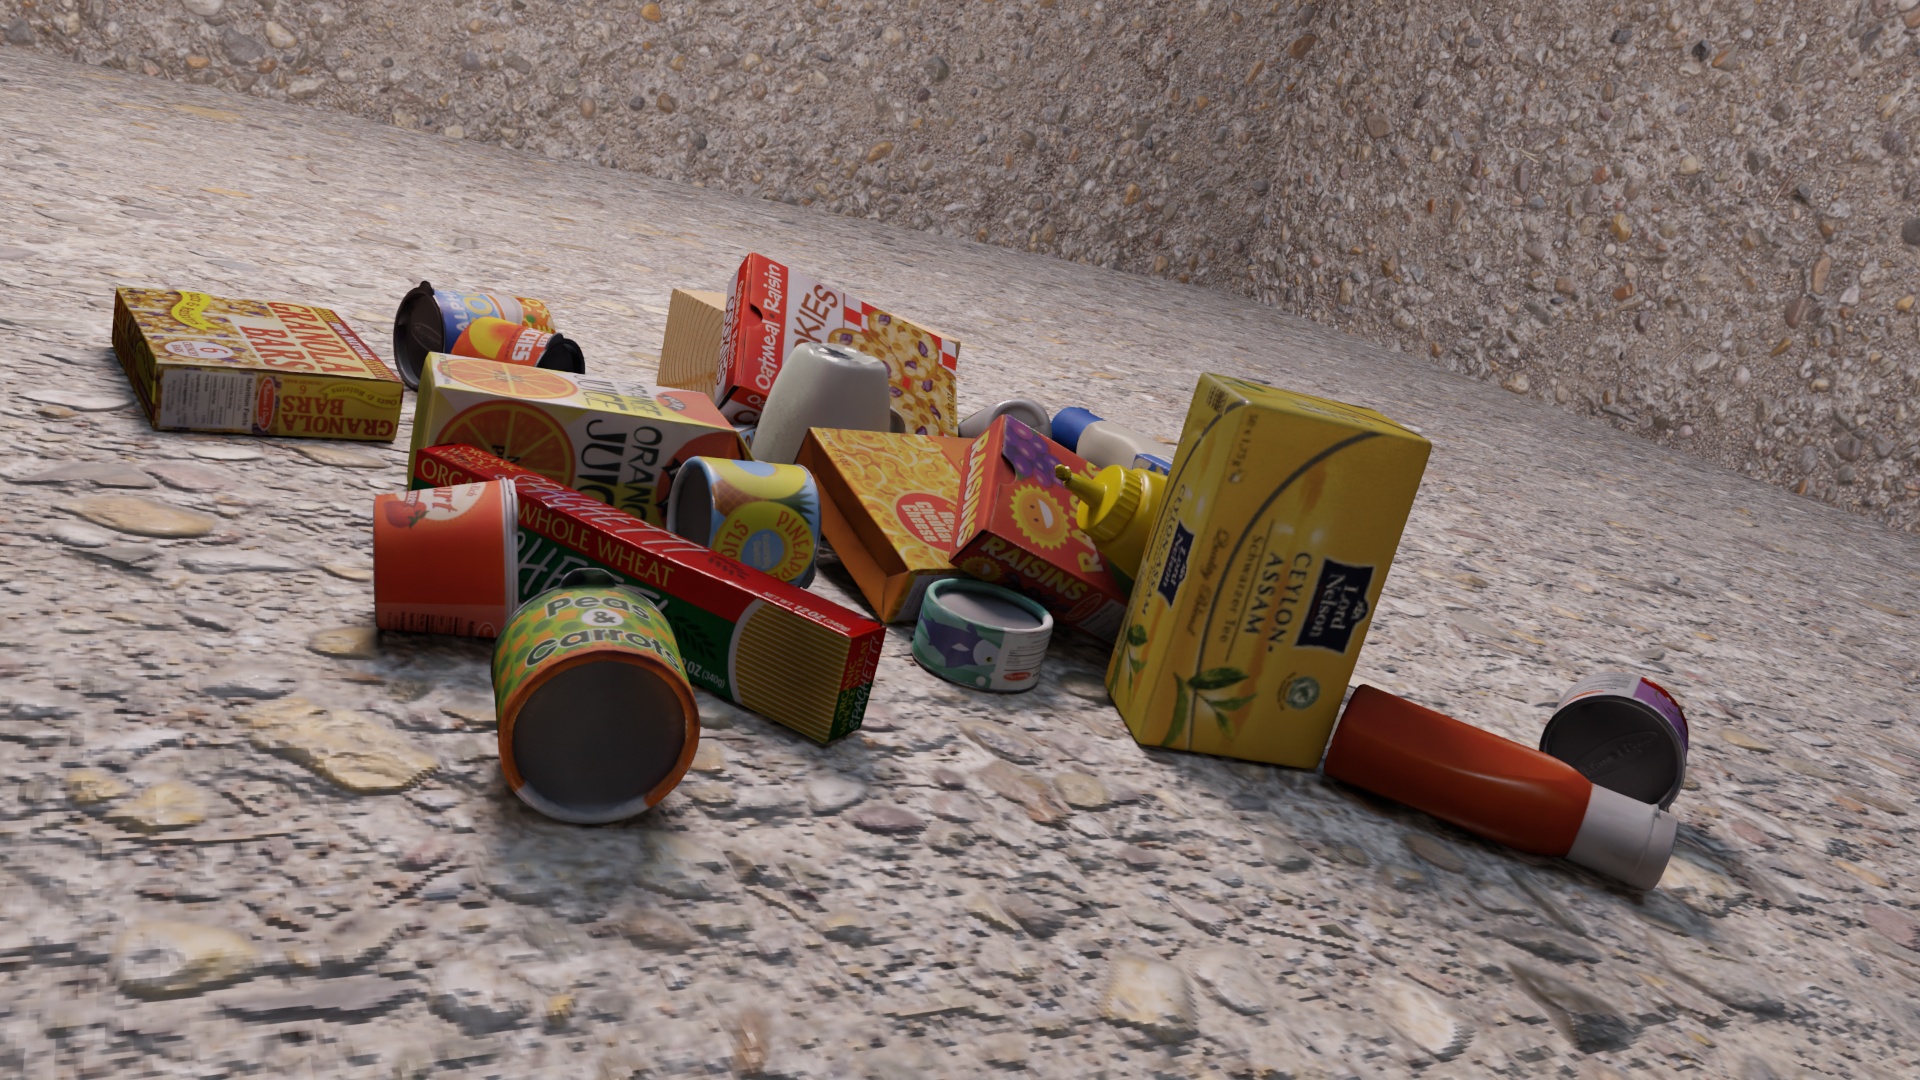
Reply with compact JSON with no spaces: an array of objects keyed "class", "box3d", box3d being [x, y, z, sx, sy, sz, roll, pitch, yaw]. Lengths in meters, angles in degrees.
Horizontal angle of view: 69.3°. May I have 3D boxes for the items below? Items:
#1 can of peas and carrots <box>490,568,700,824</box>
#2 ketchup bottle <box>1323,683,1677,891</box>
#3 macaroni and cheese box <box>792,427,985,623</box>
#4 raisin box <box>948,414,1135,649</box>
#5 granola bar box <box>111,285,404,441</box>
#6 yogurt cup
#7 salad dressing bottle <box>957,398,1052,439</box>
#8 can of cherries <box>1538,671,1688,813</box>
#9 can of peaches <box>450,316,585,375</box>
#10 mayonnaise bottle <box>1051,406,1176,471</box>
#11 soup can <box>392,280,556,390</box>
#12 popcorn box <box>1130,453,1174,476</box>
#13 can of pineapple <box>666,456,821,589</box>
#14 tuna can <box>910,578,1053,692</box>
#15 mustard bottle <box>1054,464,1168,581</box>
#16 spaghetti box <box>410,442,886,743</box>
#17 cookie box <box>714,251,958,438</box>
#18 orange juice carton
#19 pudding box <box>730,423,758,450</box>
[{"class":"can of peas and carrots","box3d":[-0.126,0.053,0.479,0.071,0.070,0.059,7,18,-23]},{"class":"ketchup bottle","box3d":[0.247,0.114,0.642,0.149,0.043,0.065,21,20,20]},{"class":"macaroni and cheese box","box3d":[0.003,-0.010,0.789,0.167,0.040,0.124,0,40,-40]},{"class":"raisin box","box3d":[0.058,-0.002,0.742,0.123,0.040,0.086,28,46,-21]},{"class":"granola bar box","box3d":[-0.412,-0.105,0.809,0.124,0.039,0.166,1,21,-39]},{"class":"yogurt cup","box3d":[-0.211,0.008,0.570,0.054,0.072,0.072,-1,21,-21]},{"class":"salad dressing bottle","box3d":[0.023,-0.074,1.003,0.064,0.044,0.147,-13,3,-12]},{"class":"can of cherries","box3d":[0.334,0.107,0.707,0.071,0.071,0.058,22,17,25]},{"class":"can of peaches","box3d":[-0.276,-0.103,0.864,0.058,0.071,0.071,17,16,12]},{"class":"mayonnaise bottle","box3d":[0.117,-0.056,0.973,0.065,0.041,0.148,11,15,-36]},{"class":"soup can","box3d":[-0.322,-0.135,0.927,0.071,0.071,0.084,27,20,37]},{"class":"popcorn box","box3d":[0.146,0.008,0.831,0.038,0.085,0.127,3,19,-37]},{"class":"can of pineapple","box3d":[-0.109,-0.007,0.699,0.058,0.070,0.071,3,20,-32]},{"class":"tuna can","box3d":[0.009,0.045,0.685,0.071,0.032,0.071,14,17,-4]},{"class":"mustard bottle","box3d":[0.110,0.000,0.718,0.160,0.048,0.066,29,41,-21]},{"class":"spaghetti box","box3d":[-0.148,0.017,0.614,0.250,0.050,0.029,21,16,23]},{"class":"cookie box","box3d":[-0.080,-0.111,0.939,0.167,0.040,0.123,21,48,-27]},{"class":"orange juice carton","box3d":[-0.187,-0.043,0.739,0.193,0.072,0.072,7,18,-26]},{"class":"pudding box","box3d":[-0.158,-0.051,0.846,0.049,0.030,0.084,3,13,15]}]
